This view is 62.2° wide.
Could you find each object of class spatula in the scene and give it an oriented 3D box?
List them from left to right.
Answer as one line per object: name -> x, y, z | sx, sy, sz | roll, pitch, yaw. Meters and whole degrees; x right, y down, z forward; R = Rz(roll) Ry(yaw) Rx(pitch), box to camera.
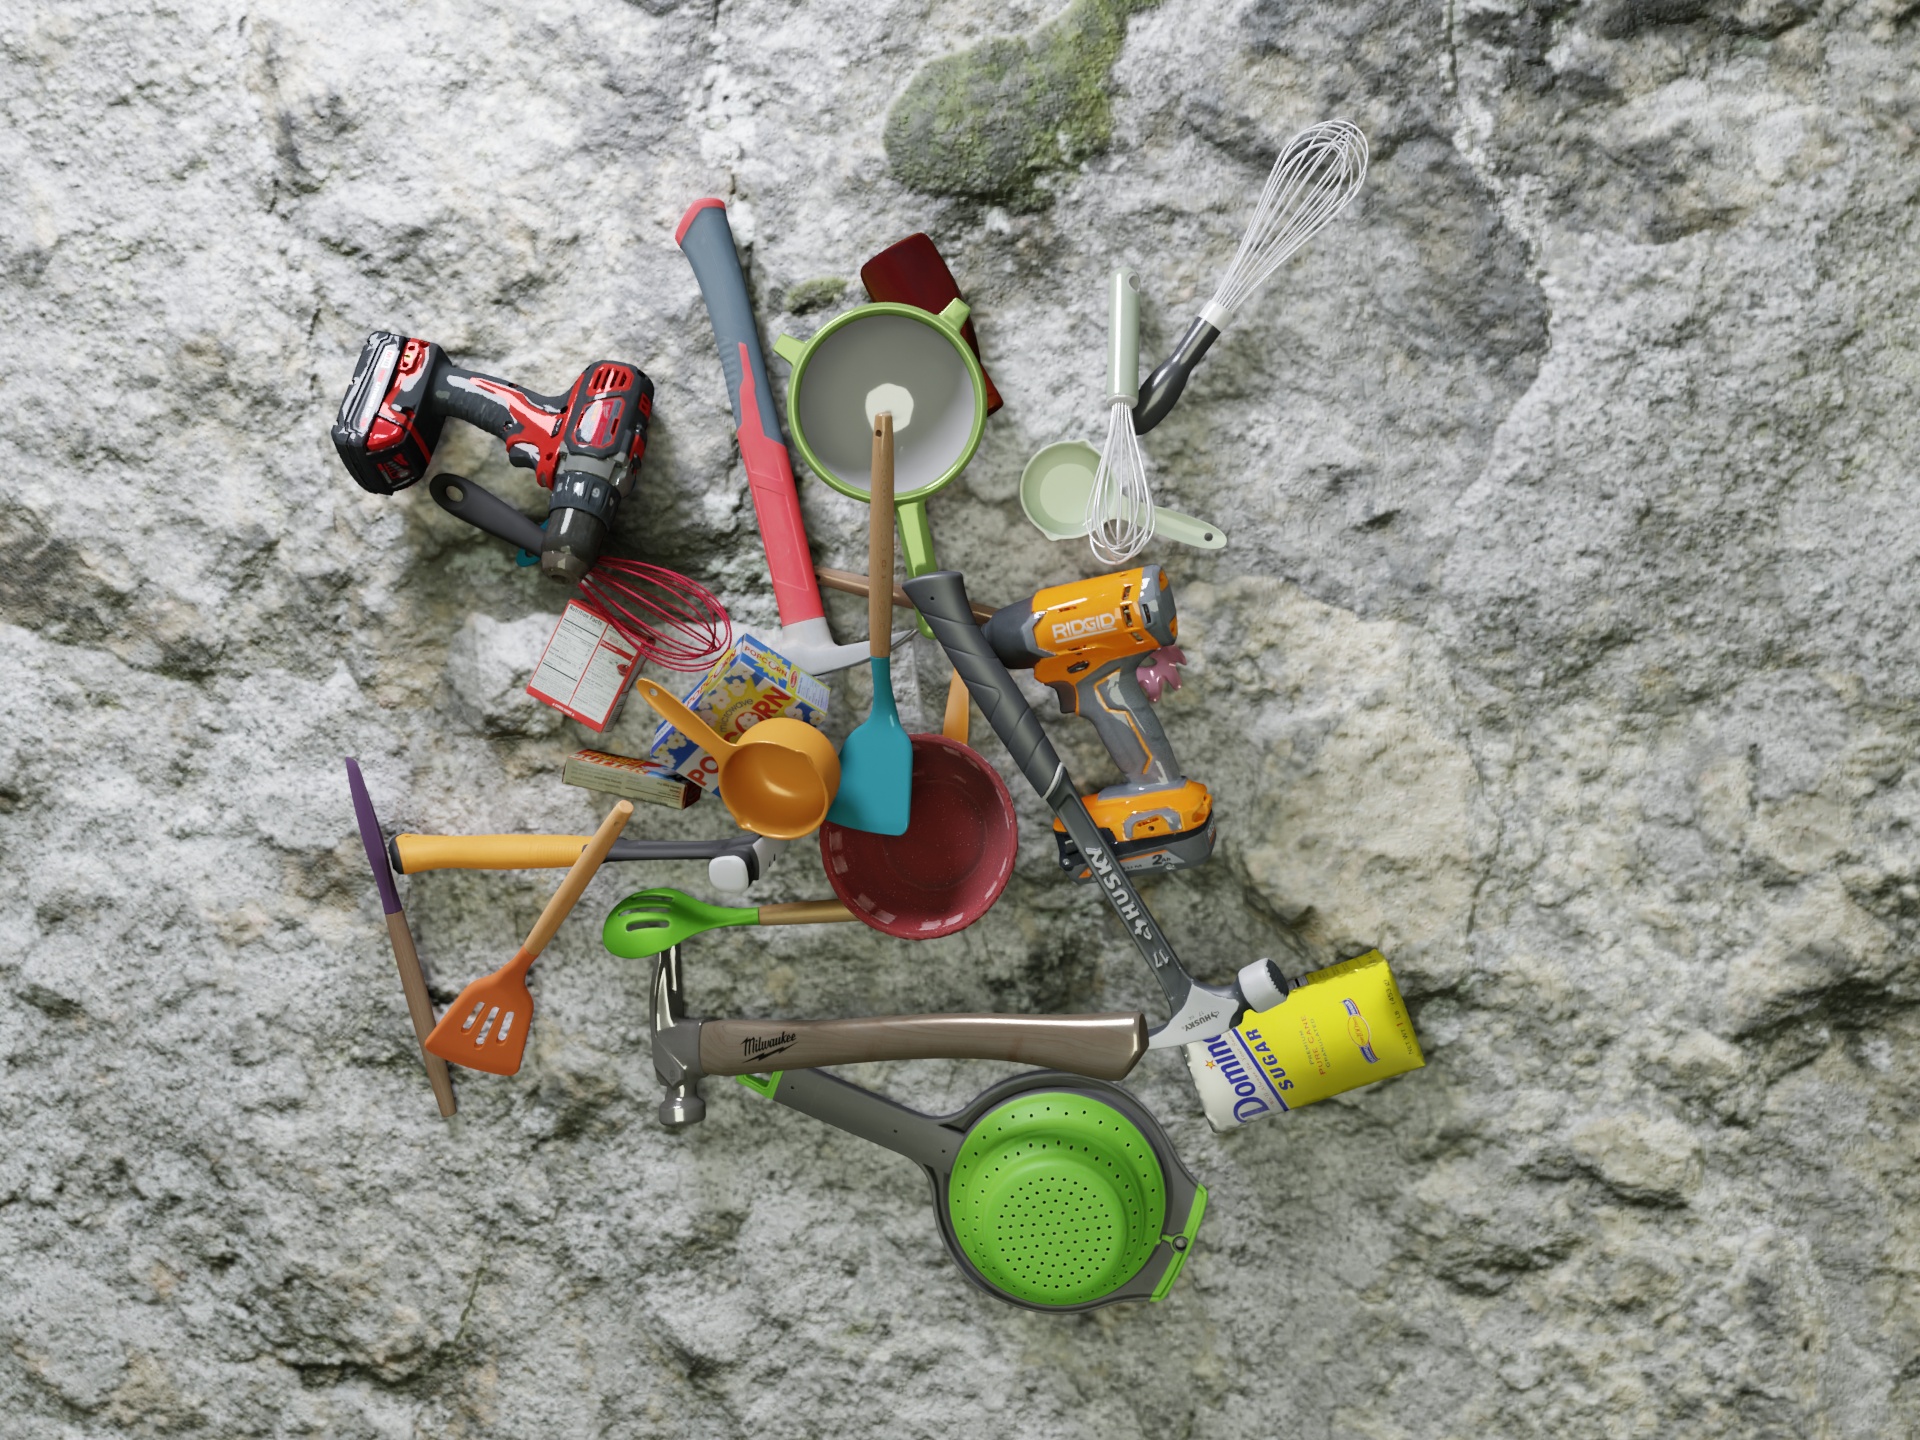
spatula -> -0.461, 0.181, 1.310 | 0.018, 0.060, 0.316 | -19, 104, -31
spatula -> -0.329, 0.172, 1.252 | 0.081, 0.041, 0.322 | 24, 127, -21
spatula -> -0.064, -0.072, 1.204 | 0.082, 0.044, 0.317 | 11, 110, 27

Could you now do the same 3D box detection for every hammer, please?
hammer -> -0.305, 0.102, 1.286 | 0.337, 0.127, 0.034 | -2, 107, 15
hammer -> -0.144, -0.227, 1.260 | 0.143, 0.038, 0.386 | -13, 89, 10
hammer -> -0.058, 0.238, 1.237 | 0.410, 0.038, 0.146 | -6, 86, 20
hammer -> 0.076, 0.065, 1.185 | 0.149, 0.036, 0.409 | -32, 91, 23

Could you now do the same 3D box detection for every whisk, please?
whisk -> -0.307, -0.124, 1.270 | 0.296, 0.073, 0.073 | 30, 95, 13
whisk -> 0.123, -0.236, 1.219 | 0.059, 0.057, 0.246 | -12, 69, 44
whisk -> 0.217, -0.339, 1.229 | 0.070, 0.070, 0.284 | 36, 101, 2

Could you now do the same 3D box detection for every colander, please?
colander -> 0.000, 0.358, 1.264 | 0.397, 0.094, 0.204 | 22, 95, 3

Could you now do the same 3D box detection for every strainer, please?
strainer -> -0.046, -0.191, 1.232 | 0.151, 0.069, 0.256 | -12, 101, -2

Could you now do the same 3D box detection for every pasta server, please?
pasta server -> 0.024, -0.080, 1.266 | 0.316, 0.040, 0.060 | 14, 112, 5

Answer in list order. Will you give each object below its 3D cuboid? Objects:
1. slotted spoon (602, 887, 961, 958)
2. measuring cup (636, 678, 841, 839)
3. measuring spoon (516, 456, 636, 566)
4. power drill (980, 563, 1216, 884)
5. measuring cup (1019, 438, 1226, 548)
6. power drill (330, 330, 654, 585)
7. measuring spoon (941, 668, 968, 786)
slotted spoon -> -0.137, 0.155, 1.292 | 0.313, 0.070, 0.031 | -4, 134, 0
measuring cup -> -0.167, 0.015, 1.209 | 0.173, 0.052, 0.095 | 39, 122, -6
measuring spoon -> -0.318, -0.171, 1.298 | 0.128, 0.021, 0.042 | -42, 89, 6
power drill -> 0.101, 0.005, 1.222 | 0.164, 0.084, 0.226 | -11, 102, 18
measuring cup -> 0.128, -0.166, 1.253 | 0.167, 0.038, 0.083 | 19, 95, 2
power drill -> -0.365, -0.206, 1.246 | 0.226, 0.080, 0.188 | 10, 68, 3
measuring spoon -> -0.002, -0.004, 1.288 | 0.021, 0.011, 0.117 | 6, 97, 10
